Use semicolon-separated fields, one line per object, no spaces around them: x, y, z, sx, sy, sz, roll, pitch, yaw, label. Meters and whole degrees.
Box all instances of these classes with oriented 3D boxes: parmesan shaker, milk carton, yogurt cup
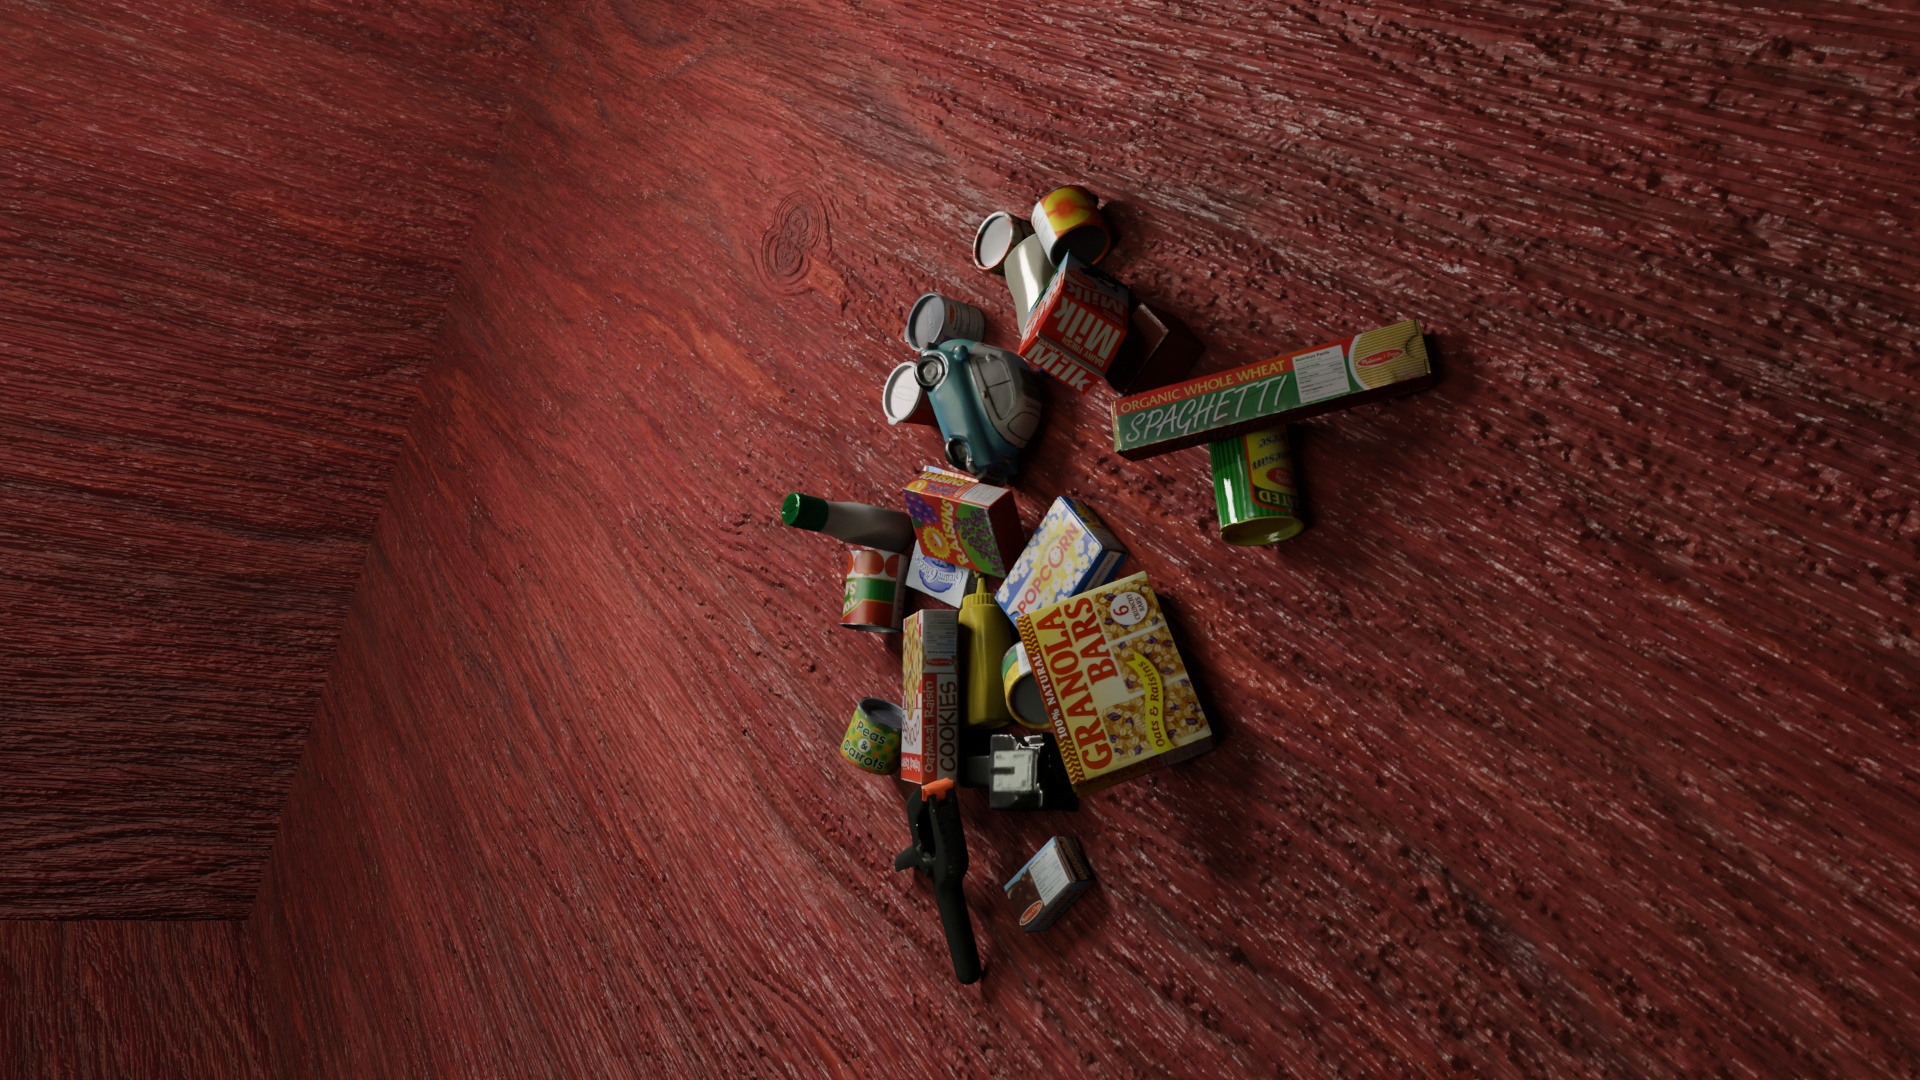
0.237;-0.055;1.133;0.071;0.071;0.103;-26;60;45;parmesan shaker
0.104;-0.195;1.263;0.073;0.072;0.191;-56;9;25;milk carton
-0.044;-0.158;1.528;0.072;0.054;0.072;-18;66;48;yogurt cup

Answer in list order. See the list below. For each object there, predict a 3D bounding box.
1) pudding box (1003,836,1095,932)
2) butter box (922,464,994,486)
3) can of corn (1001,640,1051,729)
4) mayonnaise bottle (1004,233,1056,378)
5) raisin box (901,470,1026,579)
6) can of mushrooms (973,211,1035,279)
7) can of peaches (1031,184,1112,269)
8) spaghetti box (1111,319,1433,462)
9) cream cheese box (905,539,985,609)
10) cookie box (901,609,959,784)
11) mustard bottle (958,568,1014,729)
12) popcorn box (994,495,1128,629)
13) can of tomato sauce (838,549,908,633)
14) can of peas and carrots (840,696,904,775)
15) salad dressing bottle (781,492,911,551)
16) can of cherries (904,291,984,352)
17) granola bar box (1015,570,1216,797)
0.080;0.311;1.258;0.083;0.030;0.050;-52;46;29;pudding box
-0.008;-0.046;1.474;0.103;0.024;0.053;18;95;52;butter box
0.073;0.134;1.275;0.071;0.071;0.058;-62;12;19;can of corn
0.083;-0.234;1.402;0.064;0.041;0.148;-37;54;43;mayonnaise bottle
0.005;-0.017;1.390;0.123;0.040;0.085;14;132;43;raisin box
0.046;-0.312;1.476;0.071;0.033;0.071;-18;66;47;can of mushrooms
0.112;-0.307;1.368;0.071;0.071;0.058;-46;48;34;can of peaches
0.241;-0.116;1.098;0.250;0.028;0.050;-13;67;22;spaghetti box
-0.015;0.036;1.460;0.104;0.024;0.053;20;97;52;cream cheese box
-0.030;0.157;1.381;0.122;0.040;0.167;144;127;-77;cookie box
0.024;0.104;1.371;0.065;0.049;0.160;-29;57;55;mustard bottle
0.094;0.033;1.313;0.126;0.038;0.085;-59;43;22;popcorn box
-0.095;0.056;1.517;0.071;0.071;0.083;-7;74;50;can of tomato sauce
-0.088;0.207;1.464;0.071;0.071;0.058;39;111;49;can of peas and carrots
-0.123;-0.021;1.511;0.064;0.148;0.044;-17;67;48;salad dressing bottle
-0.018;-0.231;1.512;0.071;0.058;0.071;-16;69;48;can of cherries
0.131;0.122;1.190;0.124;0.039;0.166;-20;57;3;granola bar box
